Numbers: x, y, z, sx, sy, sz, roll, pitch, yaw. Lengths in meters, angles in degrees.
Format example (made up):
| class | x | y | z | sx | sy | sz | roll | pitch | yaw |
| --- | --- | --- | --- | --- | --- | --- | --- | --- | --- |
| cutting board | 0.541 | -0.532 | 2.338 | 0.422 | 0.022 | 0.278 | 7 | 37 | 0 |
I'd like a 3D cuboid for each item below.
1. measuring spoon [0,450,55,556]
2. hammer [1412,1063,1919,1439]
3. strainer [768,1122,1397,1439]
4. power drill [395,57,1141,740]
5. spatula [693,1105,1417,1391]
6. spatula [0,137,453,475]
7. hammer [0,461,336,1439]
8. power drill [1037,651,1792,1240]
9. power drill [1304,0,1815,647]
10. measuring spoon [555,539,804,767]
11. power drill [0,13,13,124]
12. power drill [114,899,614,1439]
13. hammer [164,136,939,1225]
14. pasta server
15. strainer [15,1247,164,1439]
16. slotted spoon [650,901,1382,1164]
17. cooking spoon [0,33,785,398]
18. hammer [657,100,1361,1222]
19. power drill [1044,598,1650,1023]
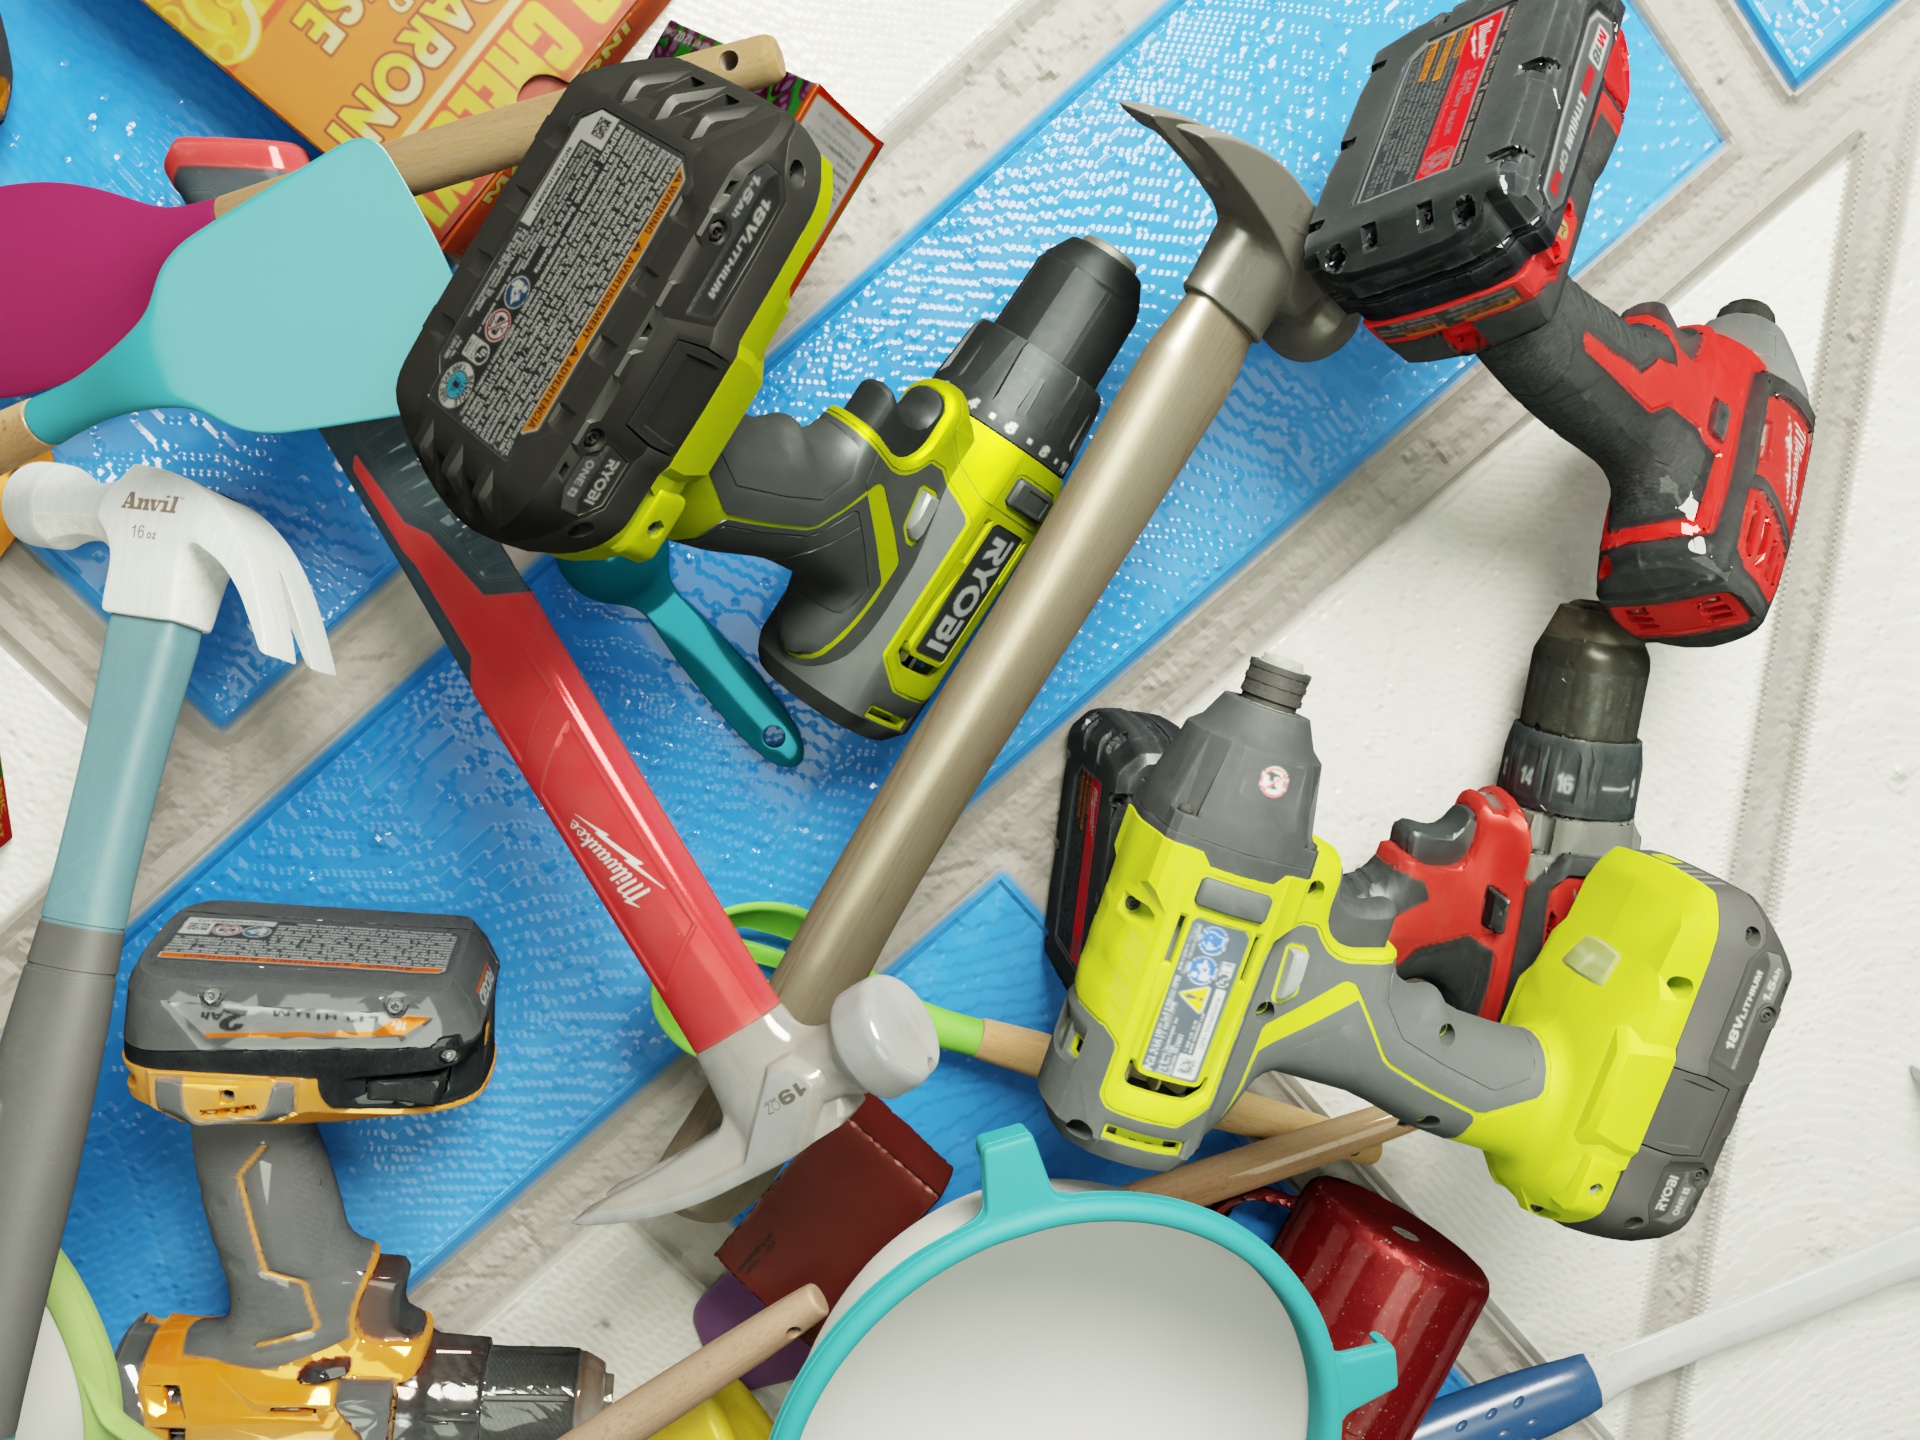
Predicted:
| class | x | y | z | sx | sy | sz | roll | pitch | yaw |
| --- | --- | --- | --- | --- | --- | --- | --- | --- | --- |
| measuring spoon | -0.358 | -0.051 | 0.563 | 0.021 | 0.011 | 0.117 | 38 | 92 | -13 |
| hammer | 0.285 | 0.280 | 0.697 | 0.405 | 0.035 | 0.144 | -20 | 104 | -2 |
| strainer | -0.012 | 0.302 | 0.589 | 0.210 | 0.095 | 0.340 | 34 | 94 | -20 |
| power drill | -0.039 | -0.102 | 0.501 | 0.080 | 0.228 | 0.190 | 38 | 98 | 32 |
| spatula | 0.041 | 0.206 | 0.651 | 0.316 | 0.018 | 0.059 | -19 | 99 | 3 |
| spatula | -0.305 | -0.088 | 0.513 | 0.317 | 0.044 | 0.082 | -17 | 106 | 17 |
| hammer | -0.287 | 0.079 | 0.512 | 0.128 | 0.033 | 0.331 | 7 | 82 | 18 |
| power drill | 0.156 | 0.083 | 0.545 | 0.223 | 0.080 | 0.171 | 17 | 99 | -13 |
| power drill | 0.223 | -0.138 | 0.548 | 0.219 | 0.078 | 0.143 | 37 | 64 | -30 |
| measuring spoon | -0.101 | -0.030 | 0.590 | 0.042 | 0.021 | 0.128 | -39 | 102 | 3 |
| power drill | -0.397 | -0.288 | 0.471 | 0.164 | 0.084 | 0.226 | -6 | 106 | -5 |
| power drill | -0.218 | 0.189 | 0.597 | 0.185 | 0.084 | 0.226 | 5 | 105 | -10 |
| hammer | -0.164 | -0.018 | 0.532 | 0.143 | 0.038 | 0.386 | -32 | 88 | 22 |
| pasta server | -0.184 | 0.294 | 0.597 | 0.316 | 0.040 | 0.060 | -34 | 130 | 5 |
| strainer | -0.329 | 0.252 | 0.541 | 0.256 | 0.069 | 0.151 | 17 | 107 | 20 |
| slotted spoon | 0.030 | 0.136 | 0.640 | 0.313 | 0.031 | 0.070 | 18 | 100 | -12 |
| cooking spoon | -0.206 | -0.163 | 0.496 | 0.319 | 0.017 | 0.069 | -12 | 90 | 11 |
| hammer | -0.001 | -0.002 | 0.546 | 0.038 | 0.146 | 0.410 | 35 | 99 | 31 |
| power drill | 0.157 | 0.040 | 0.611 | 0.226 | 0.080 | 0.188 | 4 | 102 | -11 |
